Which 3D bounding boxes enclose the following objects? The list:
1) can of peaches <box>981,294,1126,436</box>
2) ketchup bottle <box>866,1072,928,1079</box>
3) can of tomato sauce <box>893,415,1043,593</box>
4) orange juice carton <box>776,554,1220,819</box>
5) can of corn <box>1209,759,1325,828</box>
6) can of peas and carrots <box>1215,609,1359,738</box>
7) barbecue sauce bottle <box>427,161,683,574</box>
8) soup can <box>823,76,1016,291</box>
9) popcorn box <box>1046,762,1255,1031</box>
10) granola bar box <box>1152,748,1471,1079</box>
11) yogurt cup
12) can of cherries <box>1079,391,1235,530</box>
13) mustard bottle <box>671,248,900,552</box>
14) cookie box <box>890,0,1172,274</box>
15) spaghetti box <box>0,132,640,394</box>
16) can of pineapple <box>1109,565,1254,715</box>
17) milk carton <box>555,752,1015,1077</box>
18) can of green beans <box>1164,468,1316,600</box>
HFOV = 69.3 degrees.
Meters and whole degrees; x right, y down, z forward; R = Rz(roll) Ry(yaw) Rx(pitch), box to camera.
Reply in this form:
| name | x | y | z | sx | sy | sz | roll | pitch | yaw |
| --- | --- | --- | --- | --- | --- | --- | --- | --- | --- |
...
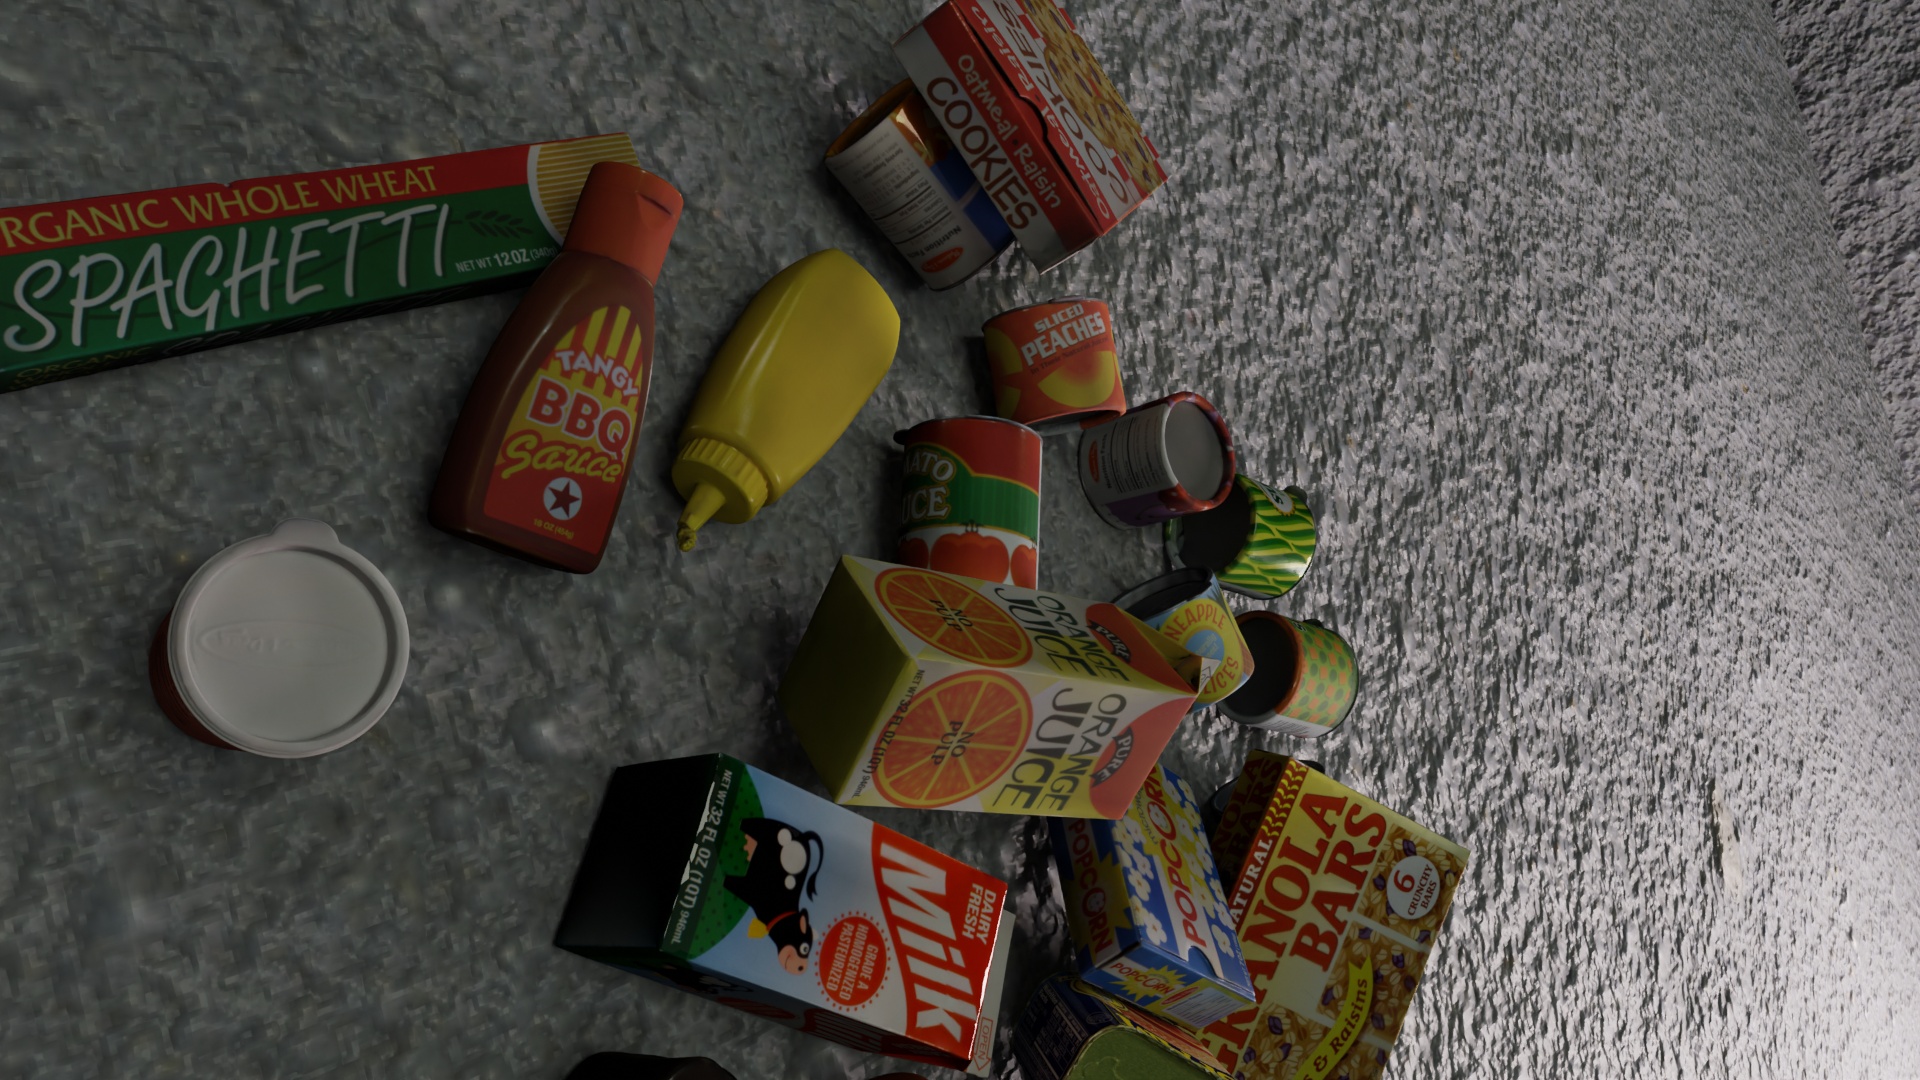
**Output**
| name | x | y | z | sx | sy | sz | roll | pitch | yaw |
| --- | --- | --- | --- | --- | --- | --- | --- | --- | --- |
| can of peaches | 0.048 | -0.087 | 0.708 | 0.071 | 0.071 | 0.058 | -4 | 83 | -45 |
| ketchup bottle | 0.008 | 0.281 | 0.557 | 0.148 | 0.064 | 0.044 | 53 | 47 | -11 |
| can of tomato sauce | 0.002 | -0.008 | 0.645 | 0.071 | 0.071 | 0.083 | 18 | 67 | -40 |
| orange juice carton | 0.028 | 0.068 | 0.592 | 0.193 | 0.073 | 0.071 | 12 | 115 | -36 |
| can of corn | 0.177 | 0.162 | 0.762 | 0.071 | 0.071 | 0.058 | -27 | 98 | -45 |
| can of peas and carrots | 0.184 | 0.074 | 0.795 | 0.059 | 0.071 | 0.071 | 17 | 67 | -39 |
| barbecue sauce bottle | -0.143 | -0.066 | 0.514 | 0.065 | 0.043 | 0.149 | 27 | 74 | -46 |
| soup can | -0.015 | -0.176 | 0.677 | 0.083 | 0.071 | 0.072 | 47 | 51 | -24 |
| popcorn box | 0.085 | 0.158 | 0.660 | 0.085 | 0.038 | 0.127 | 35 | 29 | -33 |
| granola bar box | 0.172 | 0.206 | 0.705 | 0.124 | 0.039 | 0.166 | 28 | 81 | -17 |
| yogurt cup | -0.215 | 0.035 | 0.431 | 0.072 | 0.054 | 0.072 | 14 | 69 | -41 |
| can of cherries | 0.110 | -0.044 | 0.763 | 0.071 | 0.058 | 0.071 | 14 | 69 | -40 |
| mustard bottle | -0.082 | -0.056 | 0.589 | 0.065 | 0.048 | 0.161 | 48 | 51 | -24 |
| cookie box | 0.043 | -0.209 | 0.687 | 0.123 | 0.040 | 0.168 | 55 | 28 | -8 |
| spaghetti box | -0.215 | -0.104 | 0.489 | 0.251 | 0.028 | 0.050 | -25 | 97 | -45 |
| can of pineapple | 0.115 | 0.054 | 0.732 | 0.071 | 0.071 | 0.057 | -36 | 104 | -43 |
| milk carton | -0.049 | 0.152 | 0.543 | 0.190 | 0.073 | 0.072 | 32 | 58 | -34 |
| can of green beans | 0.159 | -0.003 | 0.794 | 0.058 | 0.071 | 0.071 | 16 | 67 | -40 |
